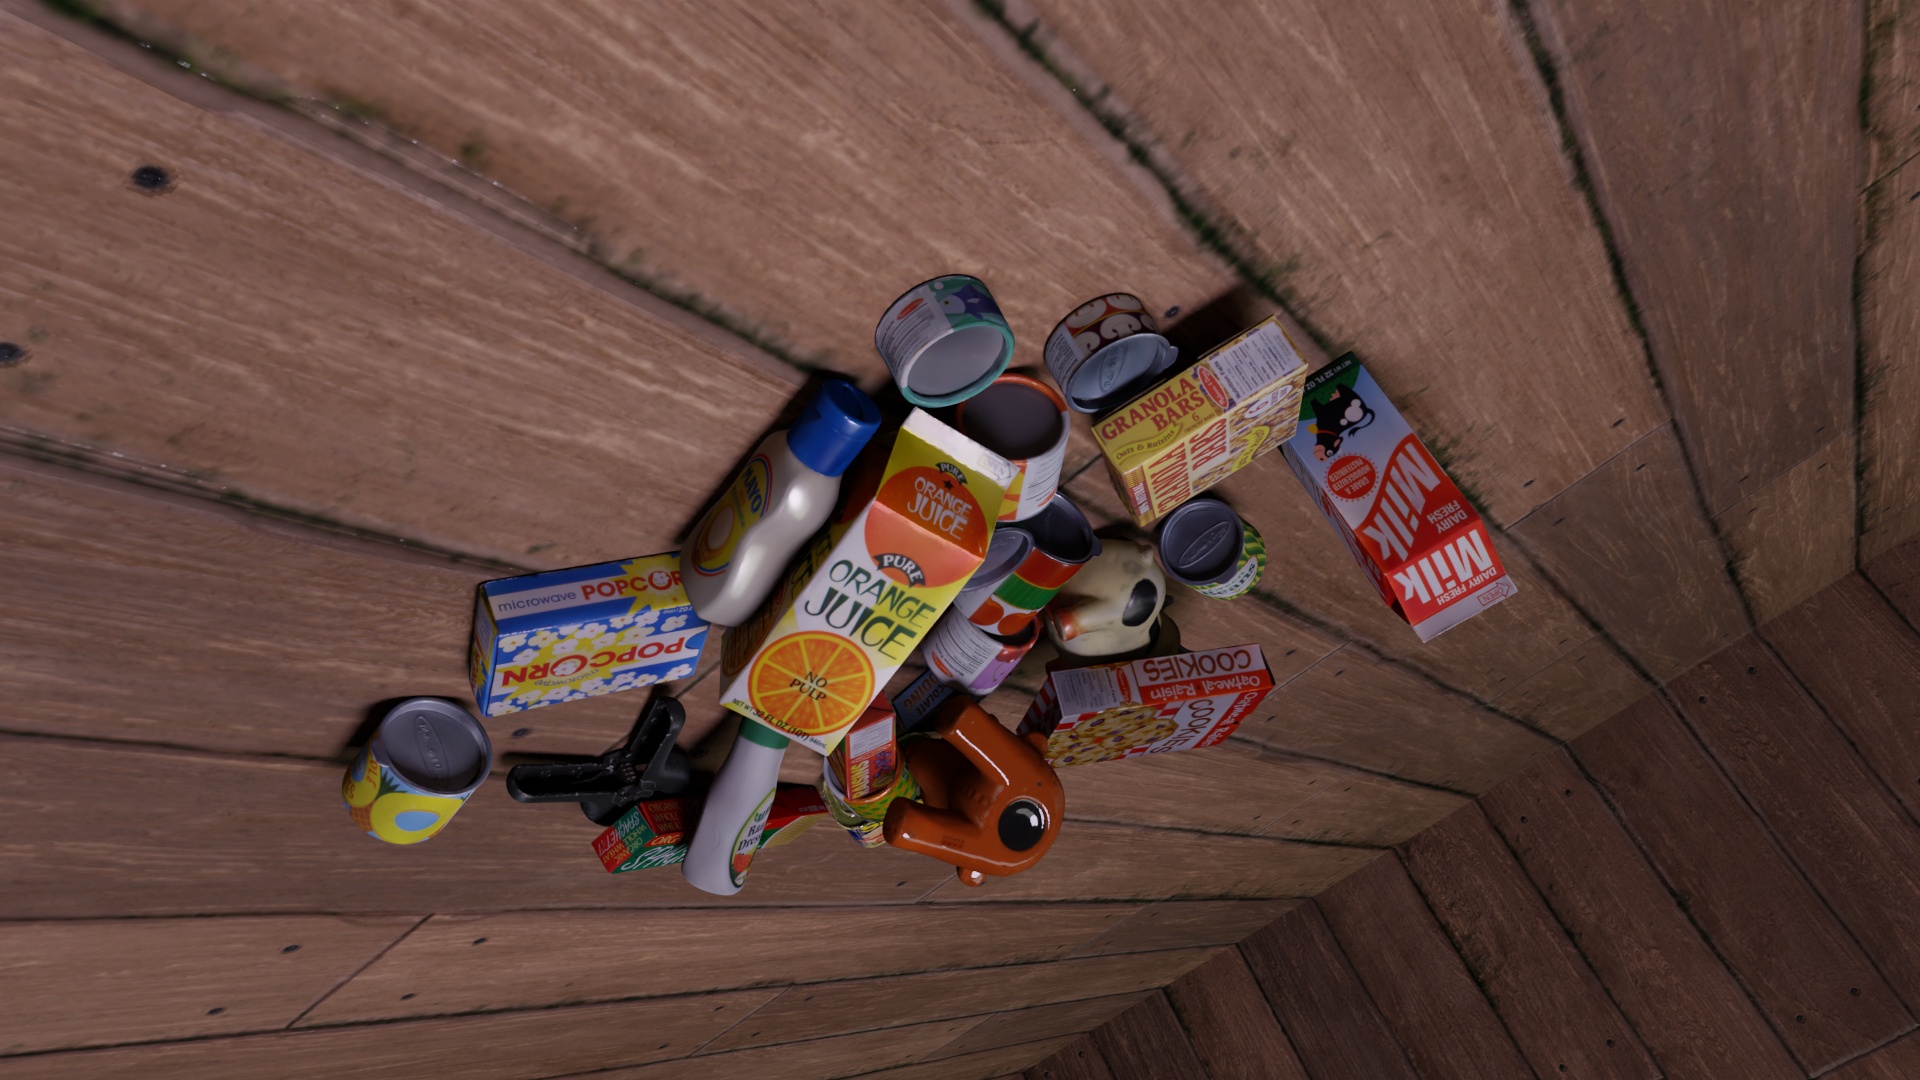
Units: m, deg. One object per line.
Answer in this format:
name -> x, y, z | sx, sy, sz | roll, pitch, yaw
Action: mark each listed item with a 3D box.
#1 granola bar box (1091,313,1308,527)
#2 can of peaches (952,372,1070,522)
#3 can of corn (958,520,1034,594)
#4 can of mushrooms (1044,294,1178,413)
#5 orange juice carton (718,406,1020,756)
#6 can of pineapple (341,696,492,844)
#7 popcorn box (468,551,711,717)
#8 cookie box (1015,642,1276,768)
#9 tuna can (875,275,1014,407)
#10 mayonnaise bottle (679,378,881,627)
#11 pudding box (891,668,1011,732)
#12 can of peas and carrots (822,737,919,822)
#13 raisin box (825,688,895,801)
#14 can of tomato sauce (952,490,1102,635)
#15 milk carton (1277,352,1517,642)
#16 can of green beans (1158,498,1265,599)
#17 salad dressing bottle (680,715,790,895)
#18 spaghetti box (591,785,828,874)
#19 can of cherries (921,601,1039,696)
granola bar box -> 0.150, -0.069, 0.866 | 0.124, 0.039, 0.165 | -31, 166, 4
can of peaches -> 0.025, -0.054, 0.792 | 0.071, 0.071, 0.057 | -19, 151, -17
can of corn -> 0.003, -0.011, 0.851 | 0.071, 0.058, 0.070 | -21, 152, -12
can of mushrooms -> 0.085, -0.106, 0.790 | 0.071, 0.033, 0.070 | -21, 151, -12
orange juice carton -> -0.051, 0.017, 0.759 | 0.072, 0.073, 0.192 | 31, 109, -22
can of pineapple -> -0.316, 0.133, 0.802 | 0.071, 0.071, 0.057 | 6, 138, -47
popcorn box -> -0.210, 0.053, 0.791 | 0.127, 0.038, 0.084 | -10, 146, -31
cookie box -> 0.138, 0.130, 1.060 | 0.168, 0.040, 0.122 | -6, 153, -15
tuna can -> -0.006, -0.101, 0.717 | 0.071, 0.033, 0.070 | -21, 151, -12
mayonnaise bottle -> -0.097, -0.022, 0.743 | 0.041, 0.065, 0.147 | 17, 125, -37
pudding box -> -0.007, 0.117, 1.089 | 0.083, 0.030, 0.050 | -42, 150, 26
can of peas and carrots -> -0.069, 0.185, 1.111 | 0.071, 0.071, 0.058 | -27, 152, -1
raisin box -> -0.080, 0.117, 0.965 | 0.040, 0.086, 0.122 | -24, 152, -17
can of tomato sauce -> 0.041, 0.014, 0.917 | 0.071, 0.071, 0.082 | -1, 143, -41
milk carton -> 0.289, -0.025, 0.939 | 0.072, 0.191, 0.073 | -31, 152, 6
can of green beans -> 0.189, 0.008, 1.041 | 0.071, 0.071, 0.058 | -36, 151, 16
salad dressing bottle -> -0.150, 0.171, 0.970 | 0.064, 0.044, 0.147 | -5, 116, -76
spaghetti box -> -0.183, 0.218, 1.060 | 0.050, 0.029, 0.250 | -40, 160, 14
can of cherries -> 0.016, 0.066, 0.988 | 0.071, 0.072, 0.058 | -3, 142, -39
